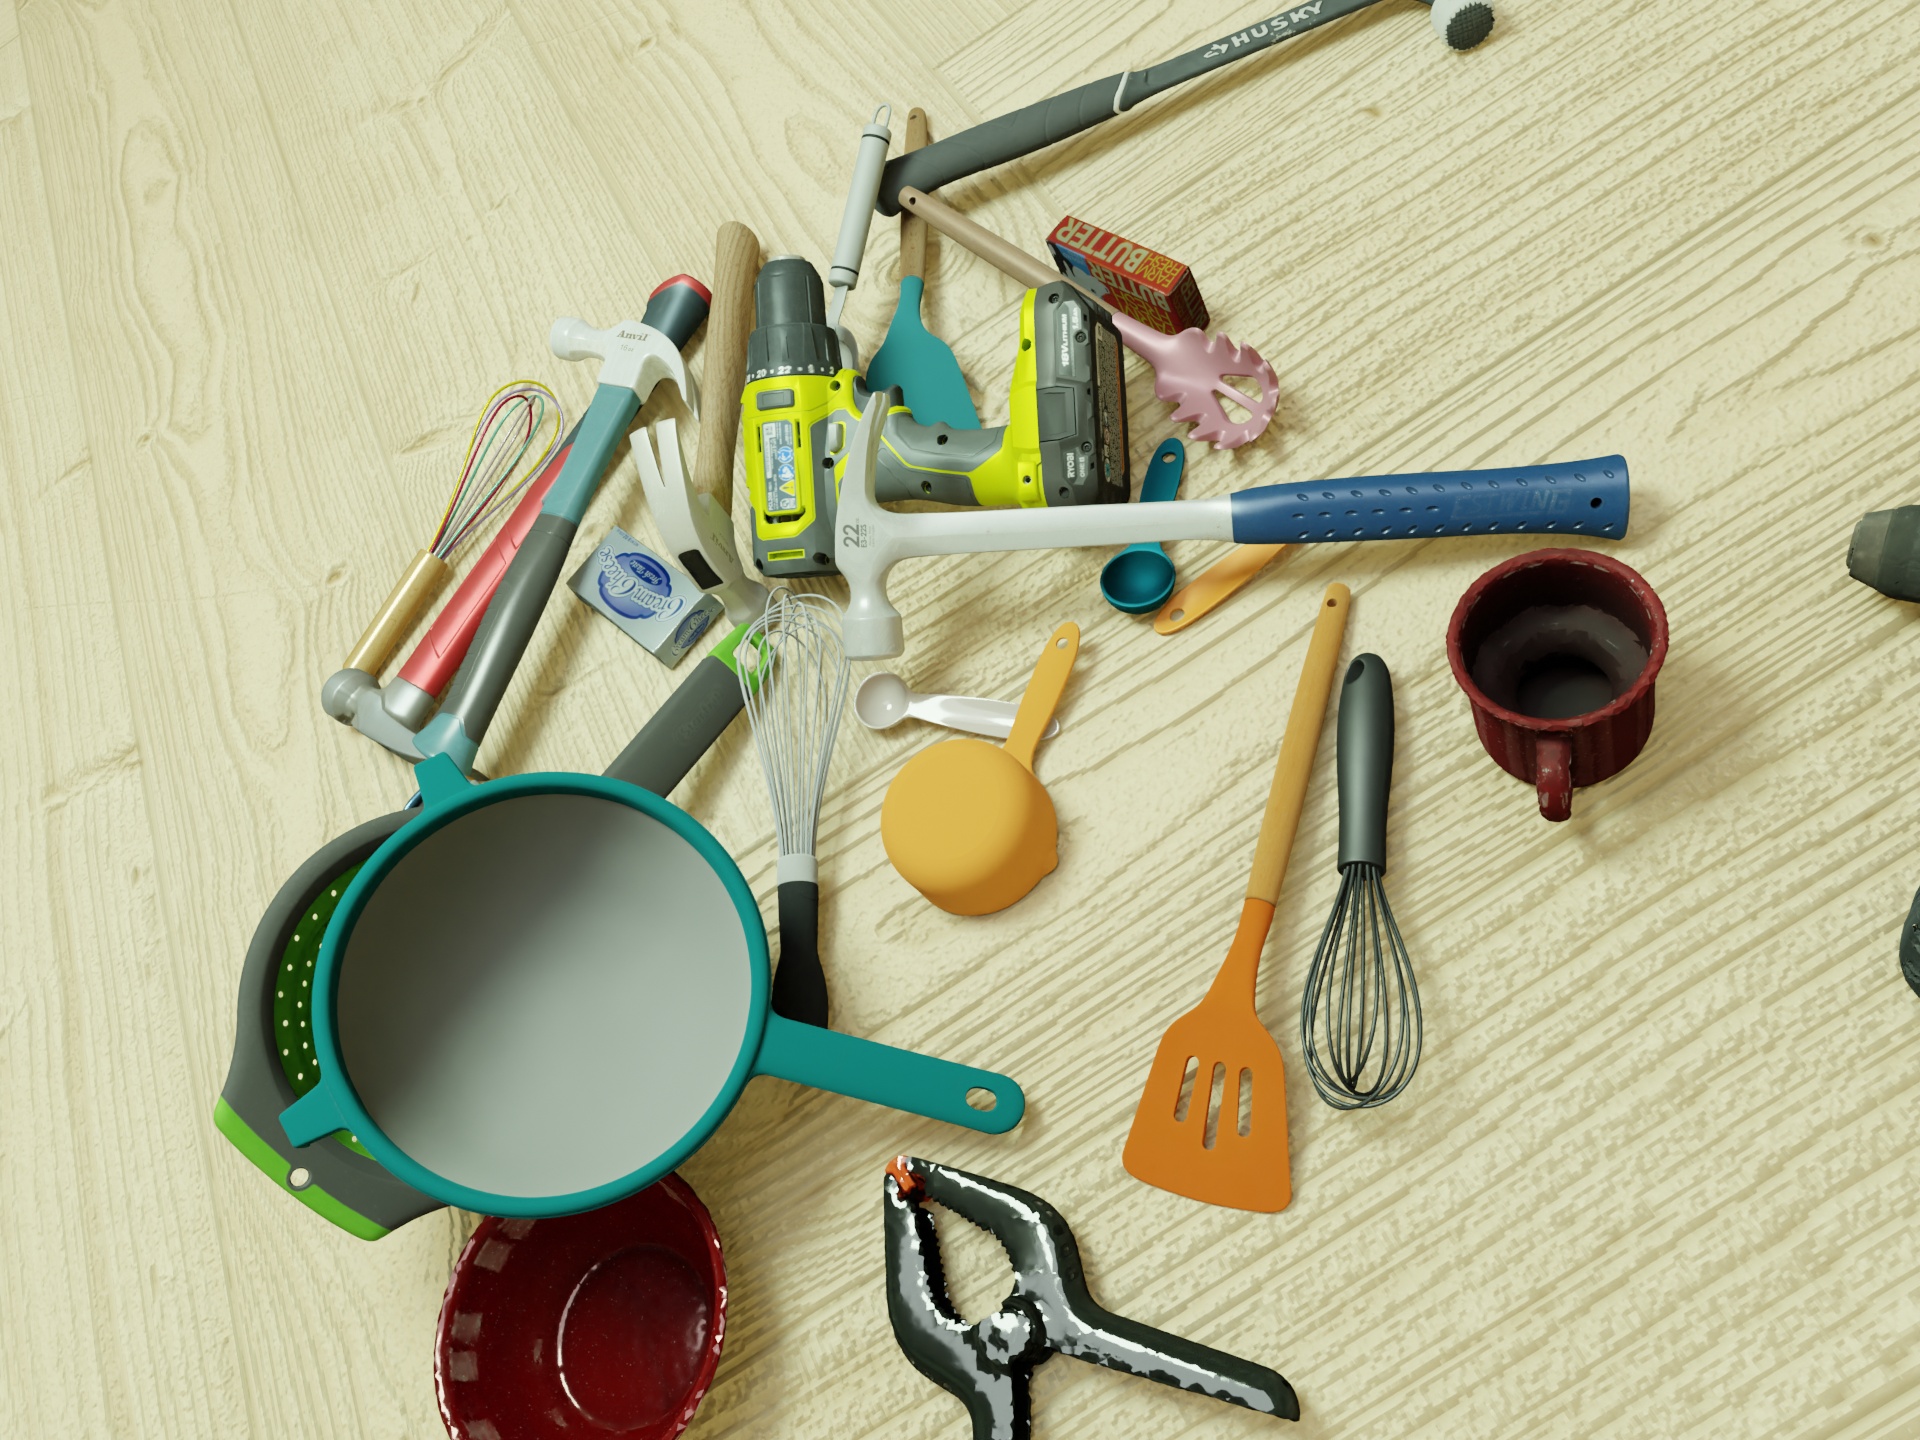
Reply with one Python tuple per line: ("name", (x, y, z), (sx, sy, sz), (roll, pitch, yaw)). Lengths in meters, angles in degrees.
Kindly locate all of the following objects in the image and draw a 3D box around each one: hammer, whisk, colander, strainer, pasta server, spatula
("hammer", (-0.264, -0.116, 1.018), (0.128, 0.033, 0.331), (13, 69, 20))
("hammer", (-0.270, -0.140, 1.073), (0.143, 0.038, 0.386), (23, 74, 31))
("hammer", (0.131, -0.111, 0.829), (0.405, 0.035, 0.144), (-2, 99, 11))
("hammer", (-0.156, -0.217, 1.033), (0.031, 0.129, 0.332), (-17, 49, 17))
("whisk", (0.191, 0.068, 0.750), (0.055, 0.055, 0.239), (-4, 58, 22))
("colander", (-0.243, 0.094, 0.896), (0.094, 0.204, 0.397), (-17, 31, 56))
("strainer", (-0.139, 0.155, 0.791), (0.340, 0.095, 0.211), (15, 69, -3))
("pasta server", (0.069, -0.254, 0.962), (0.316, 0.040, 0.060), (39, 112, 27))
("whisk", (-0.357, -0.134, 1.106), (0.051, 0.047, 0.245), (24, 78, 31))
("hammer", (0.124, -0.423, 1.041), (0.409, 0.036, 0.149), (-19, 55, 9))
("strainer", (-0.075, -0.278, 1.030), (0.087, 0.050, 0.258), (9, 84, 45))
("whisk", (-0.091, 0.053, 0.876), (0.070, 0.070, 0.285), (-12, 64, 18))
("spatula", (0.153, 0.072, 0.779), (0.081, 0.041, 0.323), (7, 62, 26))
("spatula", (-0.029, -0.301, 1.067), (0.082, 0.044, 0.318), (-12, 54, 18))

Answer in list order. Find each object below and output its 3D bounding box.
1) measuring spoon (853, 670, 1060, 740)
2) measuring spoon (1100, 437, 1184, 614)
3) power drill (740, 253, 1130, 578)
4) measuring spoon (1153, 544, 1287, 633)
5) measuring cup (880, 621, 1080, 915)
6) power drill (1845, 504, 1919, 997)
("measuring spoon", (-0.001, -0.003, 0.896), (0.124, 0.018, 0.034), (9, 78, 20))
("measuring spoon", (0.111, -0.109, 0.904), (0.042, 0.021, 0.129), (5, 56, 20))
("power drill", (-0.023, -0.186, 0.931), (0.228, 0.080, 0.190), (-3, 91, 21))
("measuring spoon", (0.155, -0.083, 0.873), (0.117, 0.011, 0.021), (-37, 55, 5))
("measuring cup", (0.019, 0.016, 0.841), (0.095, 0.052, 0.174), (18, 78, 29))
("power drill", (0.450, 0.008, 0.652), (0.188, 0.080, 0.227), (16, 67, 30))
